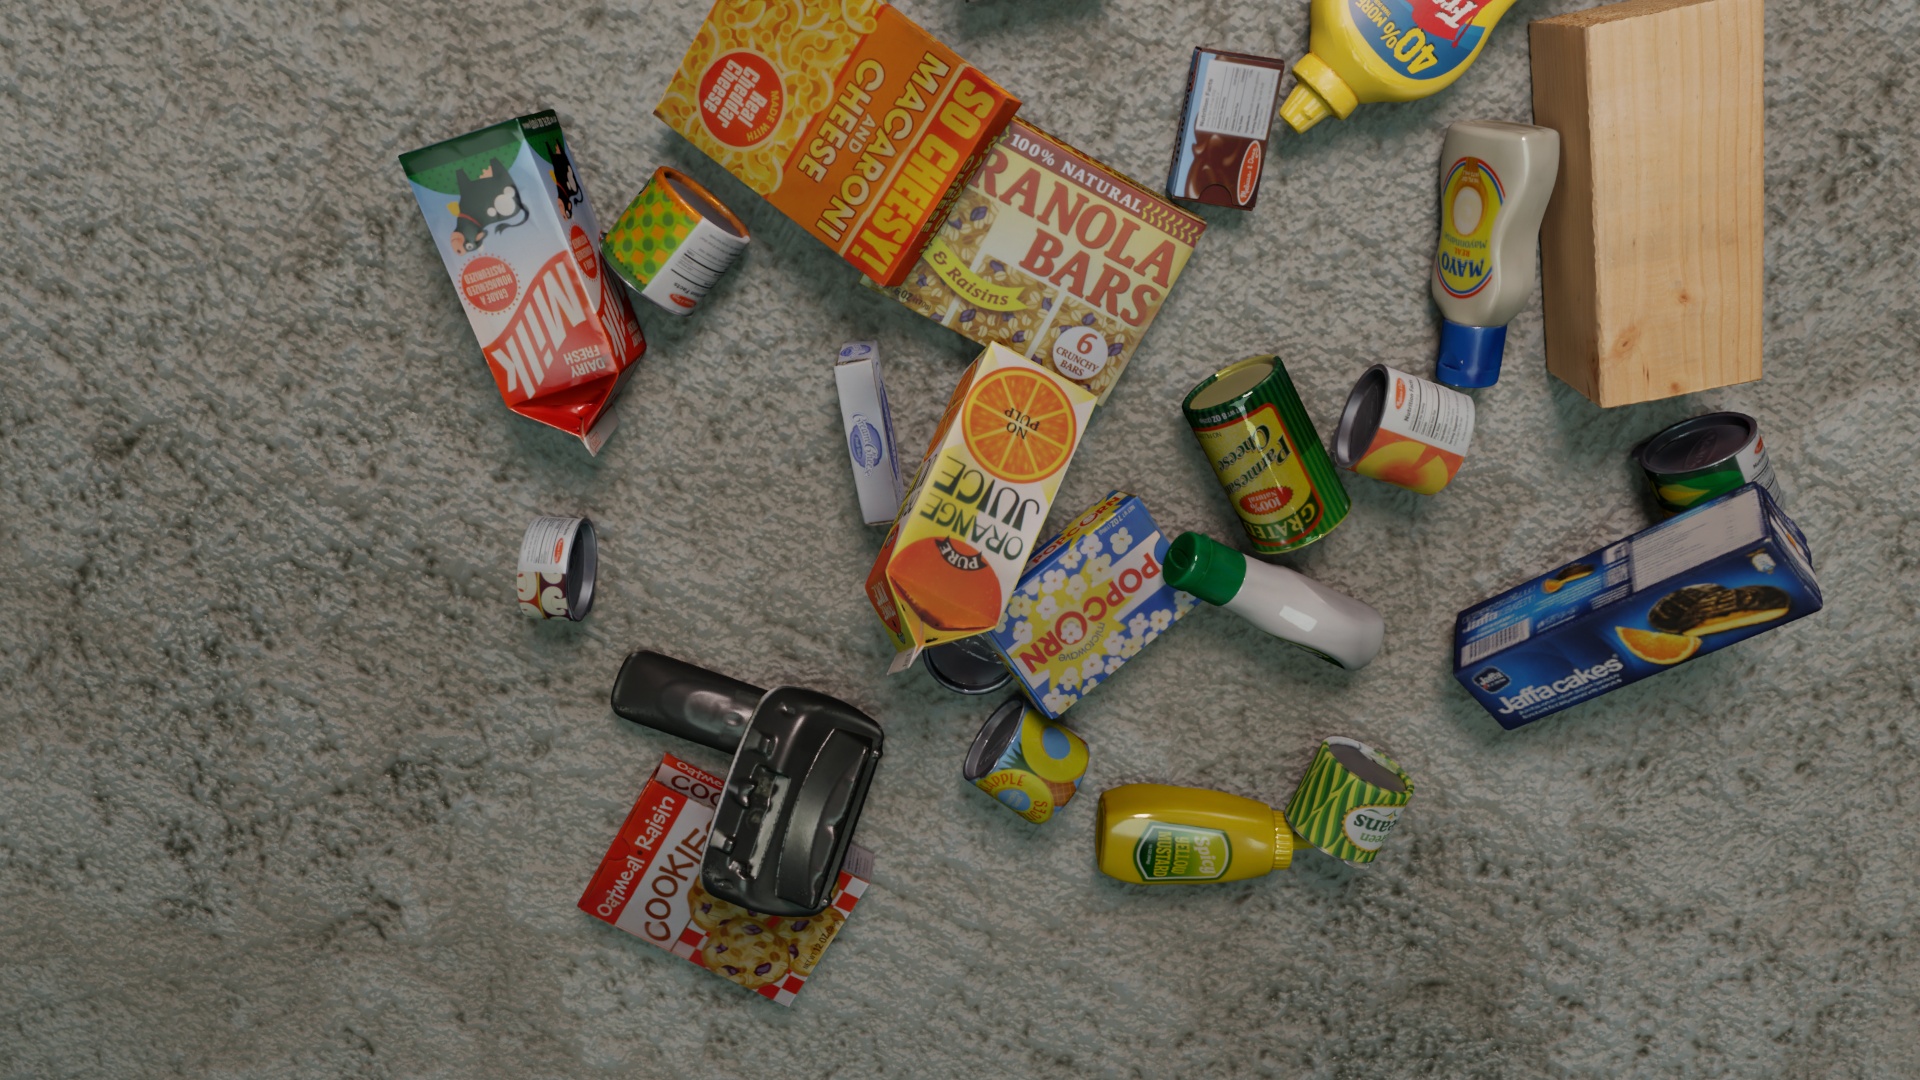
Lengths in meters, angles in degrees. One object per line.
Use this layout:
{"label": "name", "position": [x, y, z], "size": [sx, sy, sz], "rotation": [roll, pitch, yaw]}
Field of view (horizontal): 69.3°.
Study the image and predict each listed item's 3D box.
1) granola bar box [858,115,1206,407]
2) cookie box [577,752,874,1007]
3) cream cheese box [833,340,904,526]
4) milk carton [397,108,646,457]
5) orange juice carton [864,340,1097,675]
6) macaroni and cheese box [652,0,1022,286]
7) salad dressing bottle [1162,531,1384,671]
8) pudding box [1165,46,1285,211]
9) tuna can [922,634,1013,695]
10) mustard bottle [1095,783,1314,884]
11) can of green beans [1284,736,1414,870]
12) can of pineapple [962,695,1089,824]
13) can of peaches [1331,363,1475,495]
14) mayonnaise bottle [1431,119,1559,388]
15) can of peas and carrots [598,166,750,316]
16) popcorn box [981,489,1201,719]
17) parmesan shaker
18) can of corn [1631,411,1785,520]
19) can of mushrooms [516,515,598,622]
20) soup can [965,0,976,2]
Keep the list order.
{"label": "granola bar box", "position": [0.041, -0.171, 0.813], "size": [0.165, 0.039, 0.123], "rotation": [26, 109, -9]}
{"label": "cookie box", "position": [-0.164, 0.239, 0.973], "size": [0.167, 0.040, 0.122], "rotation": [28, 109, -9]}
{"label": "cream cheese box", "position": [-0.055, -0.067, 0.847], "size": [0.024, 0.053, 0.103], "rotation": [-9, 111, 3]}
{"label": "milk carton", "position": [-0.243, -0.145, 0.810], "size": [0.073, 0.072, 0.190], "rotation": [-16, 110, 7]}
{"label": "orange juice carton", "position": [0.003, -0.010, 0.808], "size": [0.073, 0.071, 0.193], "rotation": [27, 75, -9]}
{"label": "macaroni and cheese box", "position": [-0.068, -0.238, 0.763], "size": [0.166, 0.040, 0.123], "rotation": [38, 108, 7]}
{"label": "salad dressing bottle", "position": [0.195, 0.037, 0.866], "size": [0.147, 0.064, 0.044], "rotation": [23, 102, -21]}
{"label": "pudding box", "position": [0.150, -0.234, 0.791], "size": [0.050, 0.030, 0.083], "rotation": [7, 111, -3]}
{"label": "tuna can", "position": [0.010, 0.063, 0.906], "size": [0.071, 0.033, 0.070], "rotation": [0, 111, 1]}
{"label": "mustard bottle", "position": [0.174, 0.202, 0.948], "size": [0.160, 0.049, 0.065], "rotation": [2, 113, 1]}
{"label": "can of green beans", "position": [0.259, 0.172, 0.926], "size": [0.071, 0.071, 0.057], "rotation": [21, 110, -7]}
{"label": "can of pineapple", "position": [0.043, 0.147, 0.918], "size": [0.058, 0.071, 0.071], "rotation": [36, 108, -12]}
{"label": "can of peaches", "position": [0.266, -0.065, 0.836], "size": [0.058, 0.071, 0.071], "rotation": [17, 111, -6]}
{"label": "mayonnaise bottle", "position": [0.302, -0.163, 0.799], "size": [0.041, 0.065, 0.147], "rotation": [-13, 117, -27]}
{"label": "can of peas and carrots", "position": [-0.166, -0.174, 0.802], "size": [0.071, 0.071, 0.058], "rotation": [40, 107, -13]}
{"label": "popcorn box", "position": [0.078, 0.040, 0.872], "size": [0.127, 0.038, 0.085], "rotation": [-38, 106, -7]}
{"label": "parmesan shaker", "position": [0.183, -0.051, 0.843], "size": [0.071, 0.071, 0.103], "rotation": [-28, 108, 11]}
{"label": "can of corn", "position": [0.454, -0.036, 0.844], "size": [0.071, 0.071, 0.058], "rotation": [-27, 109, 11]}
{"label": "can of mushrooms", "position": [-0.254, 0.019, 0.878], "size": [0.033, 0.071, 0.070], "rotation": [4, 111, 0]}
{"label": "soup can", "position": [0.038, -0.330, 0.737], "size": [0.084, 0.071, 0.071], "rotation": [-9, 111, 4]}
